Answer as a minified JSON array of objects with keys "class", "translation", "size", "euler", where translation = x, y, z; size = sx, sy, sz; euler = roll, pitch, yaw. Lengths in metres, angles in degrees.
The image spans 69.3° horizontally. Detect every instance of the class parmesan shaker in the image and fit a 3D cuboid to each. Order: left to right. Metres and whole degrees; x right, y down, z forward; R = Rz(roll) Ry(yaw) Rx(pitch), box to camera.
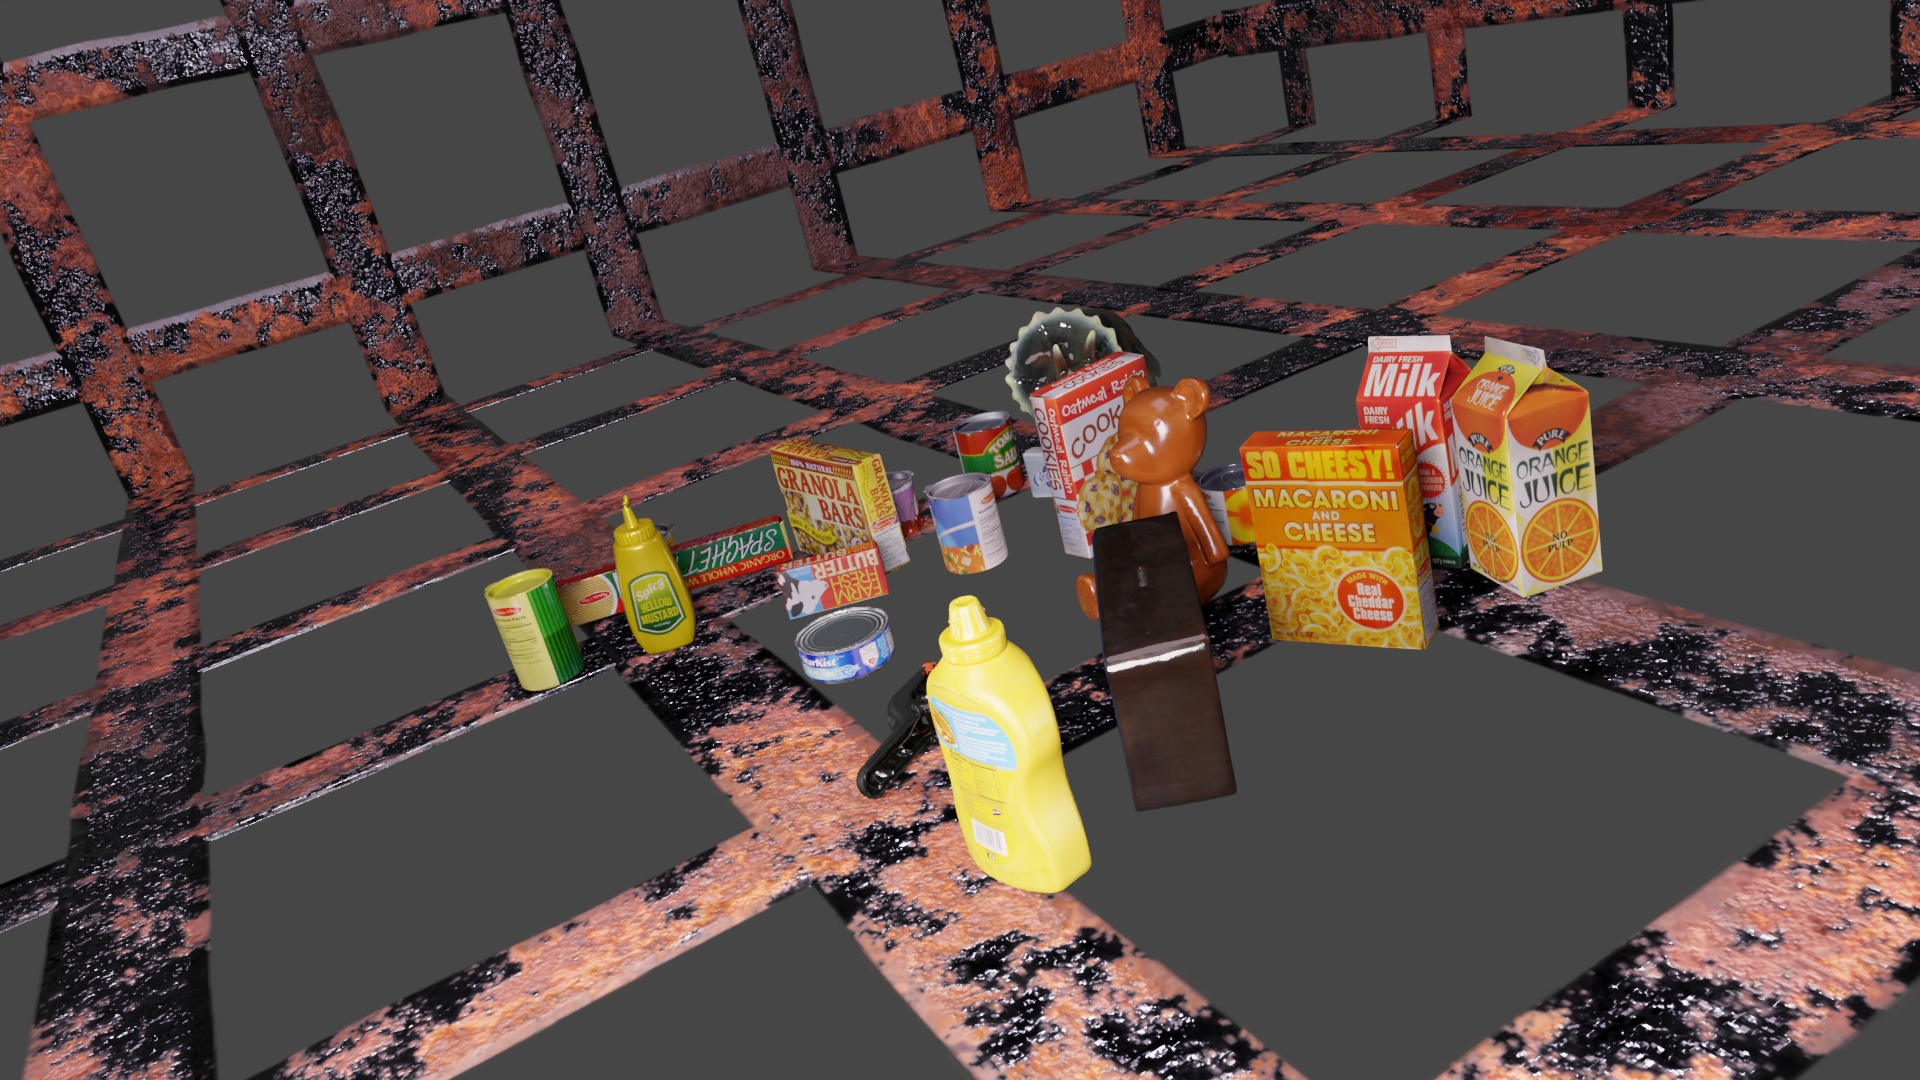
[{"class":"parmesan shaker","translation":[-0.420,0.088,1.368],"size":[0.071,0.102,0.071],"euler":[-13,21,5]}]

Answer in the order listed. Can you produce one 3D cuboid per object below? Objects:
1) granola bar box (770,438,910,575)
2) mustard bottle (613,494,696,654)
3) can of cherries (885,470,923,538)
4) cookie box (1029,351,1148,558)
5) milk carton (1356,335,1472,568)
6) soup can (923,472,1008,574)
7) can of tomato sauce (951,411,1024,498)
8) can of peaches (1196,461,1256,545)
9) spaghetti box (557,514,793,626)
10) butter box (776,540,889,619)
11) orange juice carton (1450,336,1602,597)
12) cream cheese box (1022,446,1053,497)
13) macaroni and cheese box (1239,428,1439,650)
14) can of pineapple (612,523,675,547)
[{"class":"granola bar box","translation":[-0.130,-0.038,1.468],"size":[0.039,0.123,0.165],"euler":[-28,25,-31]},{"class":"mustard bottle","translation":[-0.307,0.031,1.358],"size":[0.065,0.159,0.049],"euler":[-18,21,-8]},{"class":"can of cherries","translation":[-0.076,-0.037,1.523],"size":[0.071,0.058,0.072],"euler":[-12,21,5]},{"class":"cookie box","translation":[0.139,-0.085,1.355],"size":[0.123,0.166,0.040],"euler":[-28,25,-32]},{"class":"milk carton","translation":[0.383,-0.079,1.151],"size":[0.072,0.189,0.074],"euler":[5,28,41]},{"class":"soup can","translation":[0.005,-0.017,1.386],"size":[0.071,0.083,0.071],"euler":[-13,21,5]},{"class":"can of tomato sauce","translation":[0.034,-0.095,1.565],"size":[0.071,0.082,0.071],"euler":[-13,21,5]},{"class":"can of peaches","translation":[0.262,-0.035,1.303],"size":[0.071,0.058,0.071],"euler":[-12,21,5]},{"class":"spaghetti box","translation":[-0.307,0.032,1.510],"size":[0.250,0.050,0.029],"euler":[-17,21,-7]},{"class":"butter box","translation":[-0.126,0.039,1.372],"size":[0.103,0.053,0.024],"euler":[-15,21,-1]},{"class":"orange juice carton","translation":[0.435,-0.062,1.072],"size":[0.073,0.192,0.072],"euler":[-18,21,-9]},{"class":"cream cheese box","translation":[0.121,-0.075,1.498],"size":[0.104,0.053,0.024],"euler":[0,25,32]},{"class":"macaroni and cheese box","translation":[0.287,-0.002,1.054],"size":[0.123,0.165,0.040],"euler":[1,26,35]},{"class":"can of pineapple","translation":[-0.346,0.020,1.552],"size":[0.071,0.057,0.071],"euler":[-12,21,5]}]
